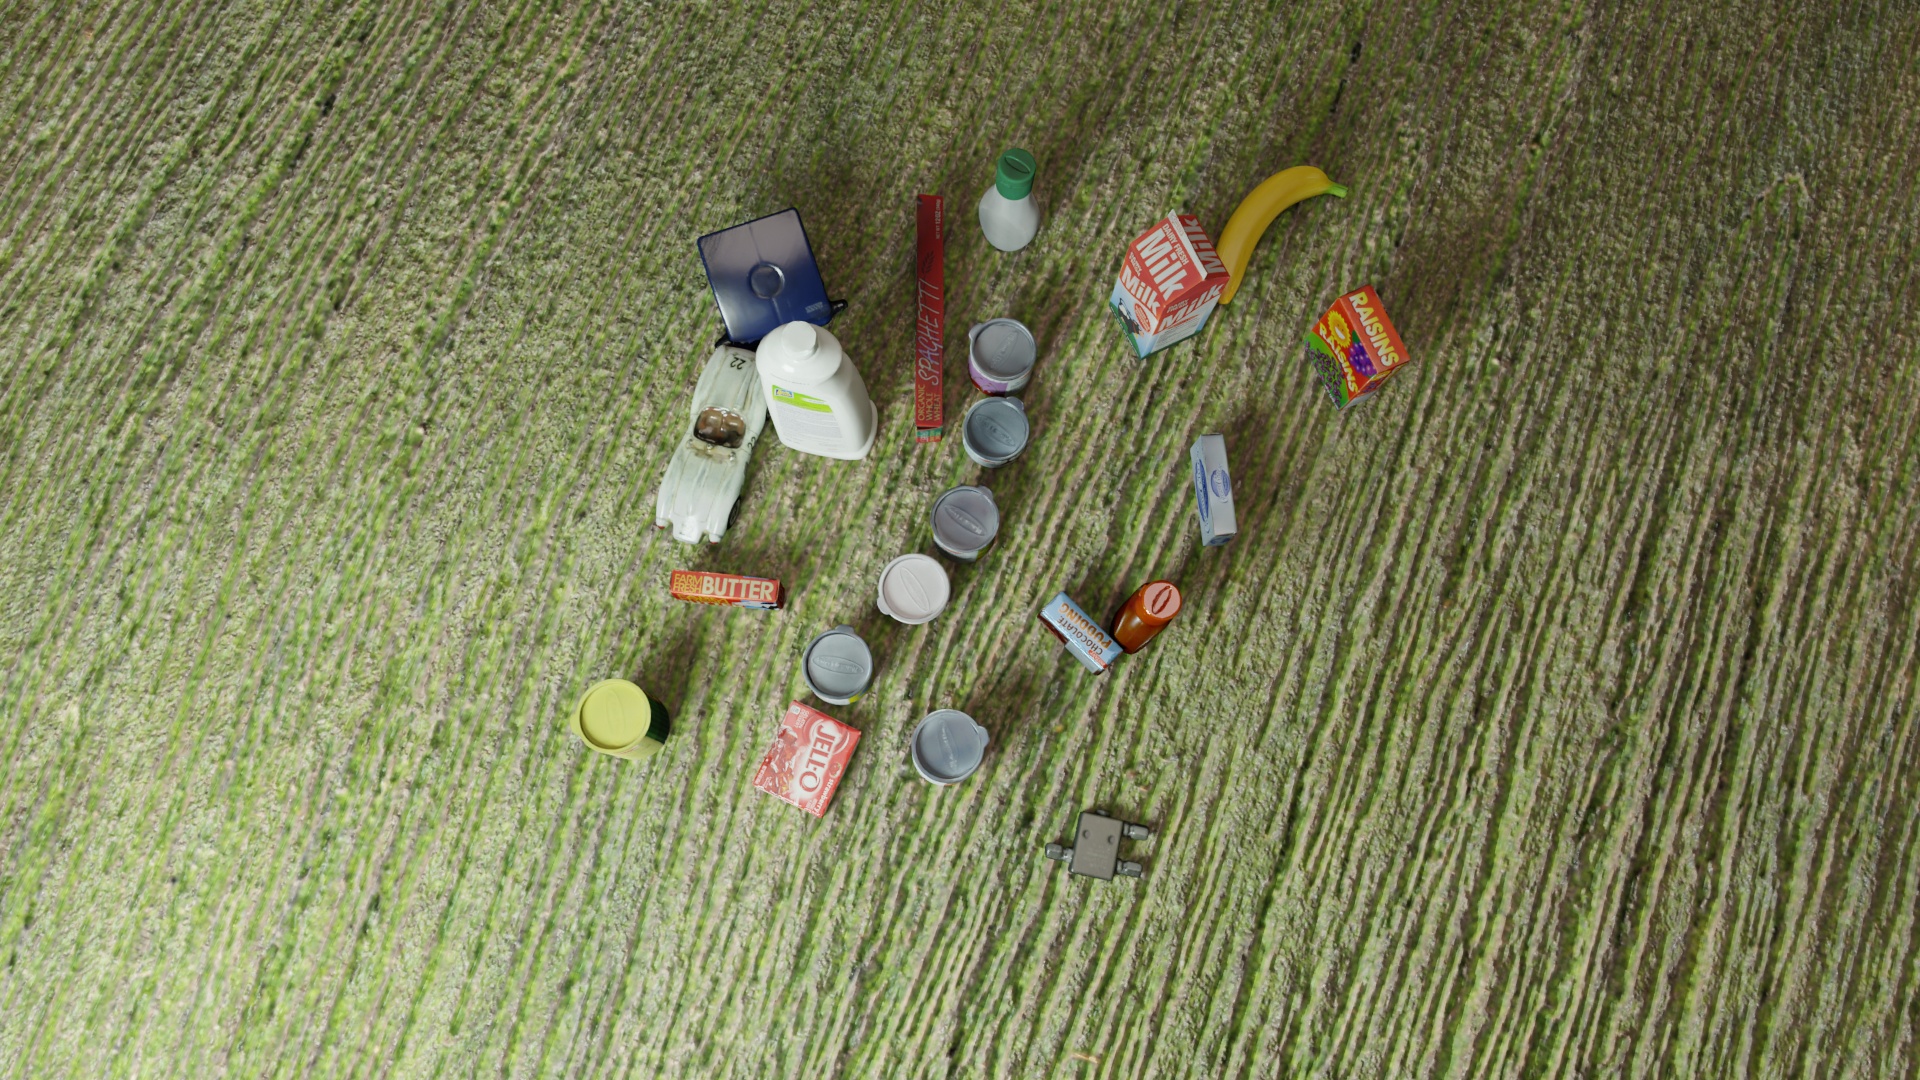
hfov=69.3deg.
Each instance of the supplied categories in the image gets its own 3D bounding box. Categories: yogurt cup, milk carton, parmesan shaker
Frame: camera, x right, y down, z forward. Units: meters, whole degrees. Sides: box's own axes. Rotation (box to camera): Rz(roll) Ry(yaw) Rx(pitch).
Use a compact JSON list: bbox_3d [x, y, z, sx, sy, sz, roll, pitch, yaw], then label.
[{"bbox_3d":[-0.044,0.050,1.333,0.072,0.054,0.072,1,78,-2],"label":"yogurt cup"},{"bbox_3d":[0.202,-0.249,1.341,0.073,0.190,0.072,-25,80,-7],"label":"milk carton"},{"bbox_3d":[-0.310,0.165,1.271,0.071,0.103,0.071,0,78,-2],"label":"parmesan shaker"}]

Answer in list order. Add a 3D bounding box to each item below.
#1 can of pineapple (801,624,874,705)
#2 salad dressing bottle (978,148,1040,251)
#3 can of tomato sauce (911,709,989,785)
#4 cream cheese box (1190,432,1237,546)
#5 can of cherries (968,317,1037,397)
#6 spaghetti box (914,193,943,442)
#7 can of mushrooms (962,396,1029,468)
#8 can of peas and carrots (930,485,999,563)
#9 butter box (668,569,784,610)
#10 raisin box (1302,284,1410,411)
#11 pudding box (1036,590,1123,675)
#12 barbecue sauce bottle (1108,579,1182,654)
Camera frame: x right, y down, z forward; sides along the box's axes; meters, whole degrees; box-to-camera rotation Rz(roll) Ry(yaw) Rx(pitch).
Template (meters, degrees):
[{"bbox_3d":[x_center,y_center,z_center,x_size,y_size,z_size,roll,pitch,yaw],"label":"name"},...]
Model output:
[{"bbox_3d":[-0.114,0.119,1.313,0.071,0.057,0.071,1,78,-2],"label":"can of pineapple"},{"bbox_3d":[0.051,-0.337,1.377,0.064,0.147,0.044,33,79,5],"label":"salad dressing bottle"},{"bbox_3d":[-0.011,0.192,1.288,0.071,0.083,0.071,0,78,-2],"label":"can of tomato sauce"},{"bbox_3d":[0.249,-0.049,1.368,0.024,0.053,0.104,-5,78,-3],"label":"cream cheese box"},{"bbox_3d":[0.039,-0.183,1.387,0.071,0.058,0.071,1,78,-2],"label":"can of cherries"},{"bbox_3d":[-0.032,-0.223,1.397,0.029,0.050,0.250,0,77,-2],"label":"spaghetti box"},{"bbox_3d":[0.037,-0.109,1.383,0.071,0.033,0.071,1,77,-2],"label":"can of mushrooms"},{"bbox_3d":[0.005,-0.017,1.348,0.071,0.058,0.071,1,78,-2],"label":"can of peas and carrots"},{"bbox_3d":[-0.222,0.048,1.327,0.103,0.053,0.024,5,78,-1],"label":"butter box"},{"bbox_3d":[0.389,-0.188,1.369,0.040,0.123,0.086,-22,80,-7],"label":"raisin box"},{"bbox_3d":[0.114,0.090,1.333,0.084,0.049,0.030,44,80,7],"label":"pudding box"},{"bbox_3d":[0.174,0.067,1.290,0.044,0.148,0.065,34,79,5],"label":"barbecue sauce bottle"}]
